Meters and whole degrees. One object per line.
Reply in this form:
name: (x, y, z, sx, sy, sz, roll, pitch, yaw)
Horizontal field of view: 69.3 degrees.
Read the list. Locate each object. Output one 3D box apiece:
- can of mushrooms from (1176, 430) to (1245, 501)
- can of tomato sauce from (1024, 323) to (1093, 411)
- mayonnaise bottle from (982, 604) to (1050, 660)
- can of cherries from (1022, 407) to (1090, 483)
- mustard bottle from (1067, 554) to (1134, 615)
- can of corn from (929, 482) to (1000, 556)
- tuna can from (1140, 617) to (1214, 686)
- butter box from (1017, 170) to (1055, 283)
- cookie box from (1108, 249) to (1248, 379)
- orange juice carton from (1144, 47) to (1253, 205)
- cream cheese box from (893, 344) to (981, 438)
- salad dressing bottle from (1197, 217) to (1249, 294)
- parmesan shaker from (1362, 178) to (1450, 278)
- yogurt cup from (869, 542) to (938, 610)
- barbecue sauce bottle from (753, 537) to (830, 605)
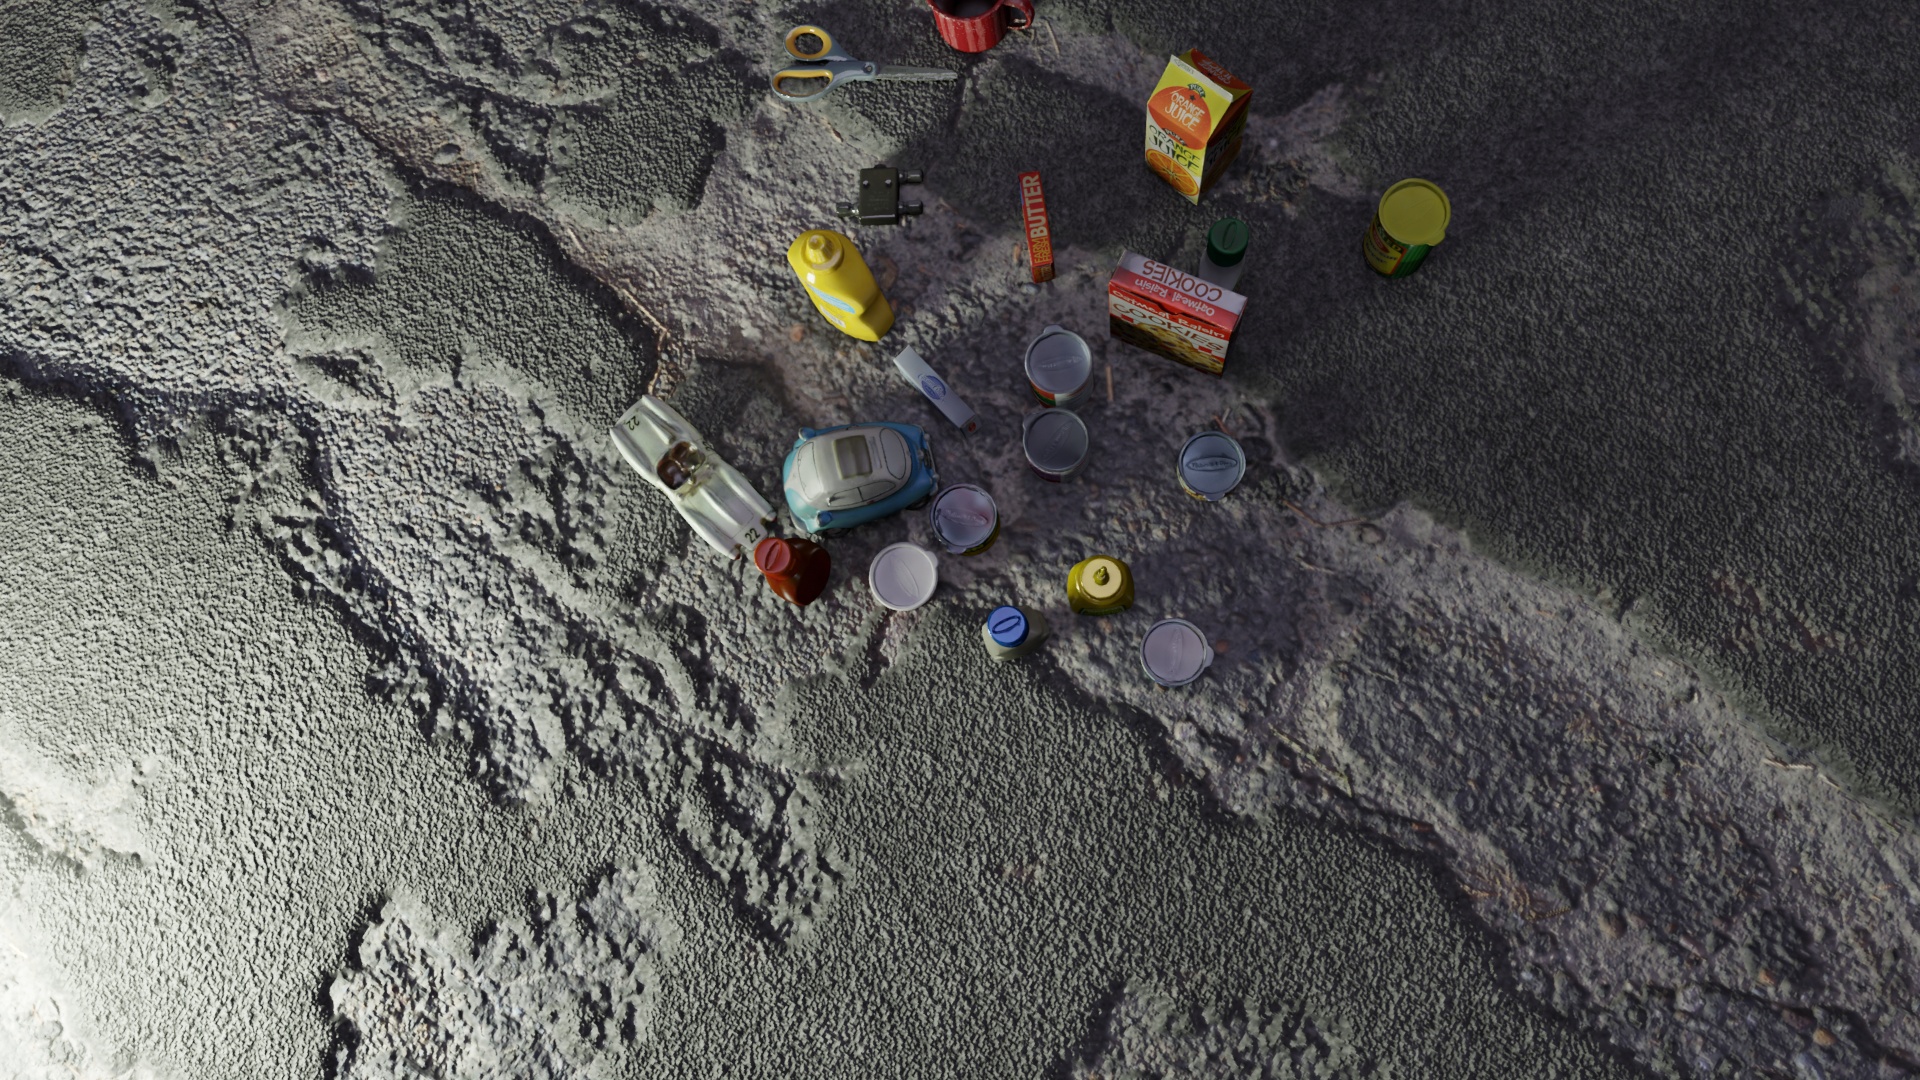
can of mushrooms: (0.249, -0.071, 1.381, 0.071, 0.033, 0.071, -1, 81, 6)
can of tomato sauce: (0.099, -0.170, 1.389, 0.071, 0.083, 0.071, -1, 81, 6)
mayonnaise bottle: (0.050, 0.086, 1.319, 0.065, 0.148, 0.041, -26, 79, 2)
can of cherries: (0.096, -0.096, 1.390, 0.071, 0.058, 0.071, -1, 81, 6)
mustard bottle: (0.132, 0.042, 1.311, 0.065, 0.160, 0.049, -6, 81, 6)
can of corn: (0.005, -0.017, 1.387, 0.071, 0.058, 0.071, -1, 81, 6)
tuna can: (0.211, 0.110, 1.356, 0.071, 0.033, 0.071, -1, 81, 6)
butter box: (0.079, -0.322, 1.431, 0.024, 0.053, 0.103, -9, 80, 5)
cookie box: (0.207, -0.214, 1.341, 0.123, 0.167, 0.040, 23, 85, 9)
orange juice carton: (0.231, -0.410, 1.358, 0.072, 0.192, 0.073, 39, 87, 10)
cream cheese box: (-0.023, -0.150, 1.414, 0.024, 0.053, 0.104, -43, 79, -1)
salad dressing bottle: (0.256, -0.271, 1.355, 0.044, 0.147, 0.064, 18, 84, 9)
parmesan shaker: (0.437, -0.302, 1.363, 0.071, 0.103, 0.071, -1, 81, 6)
yogurt cup: (-0.053, 0.039, 1.386, 0.072, 0.054, 0.072, -1, 81, 6)
barbecue sauce bottle: (-0.164, 0.025, 1.352, 0.044, 0.148, 0.065, 22, 84, 9)
